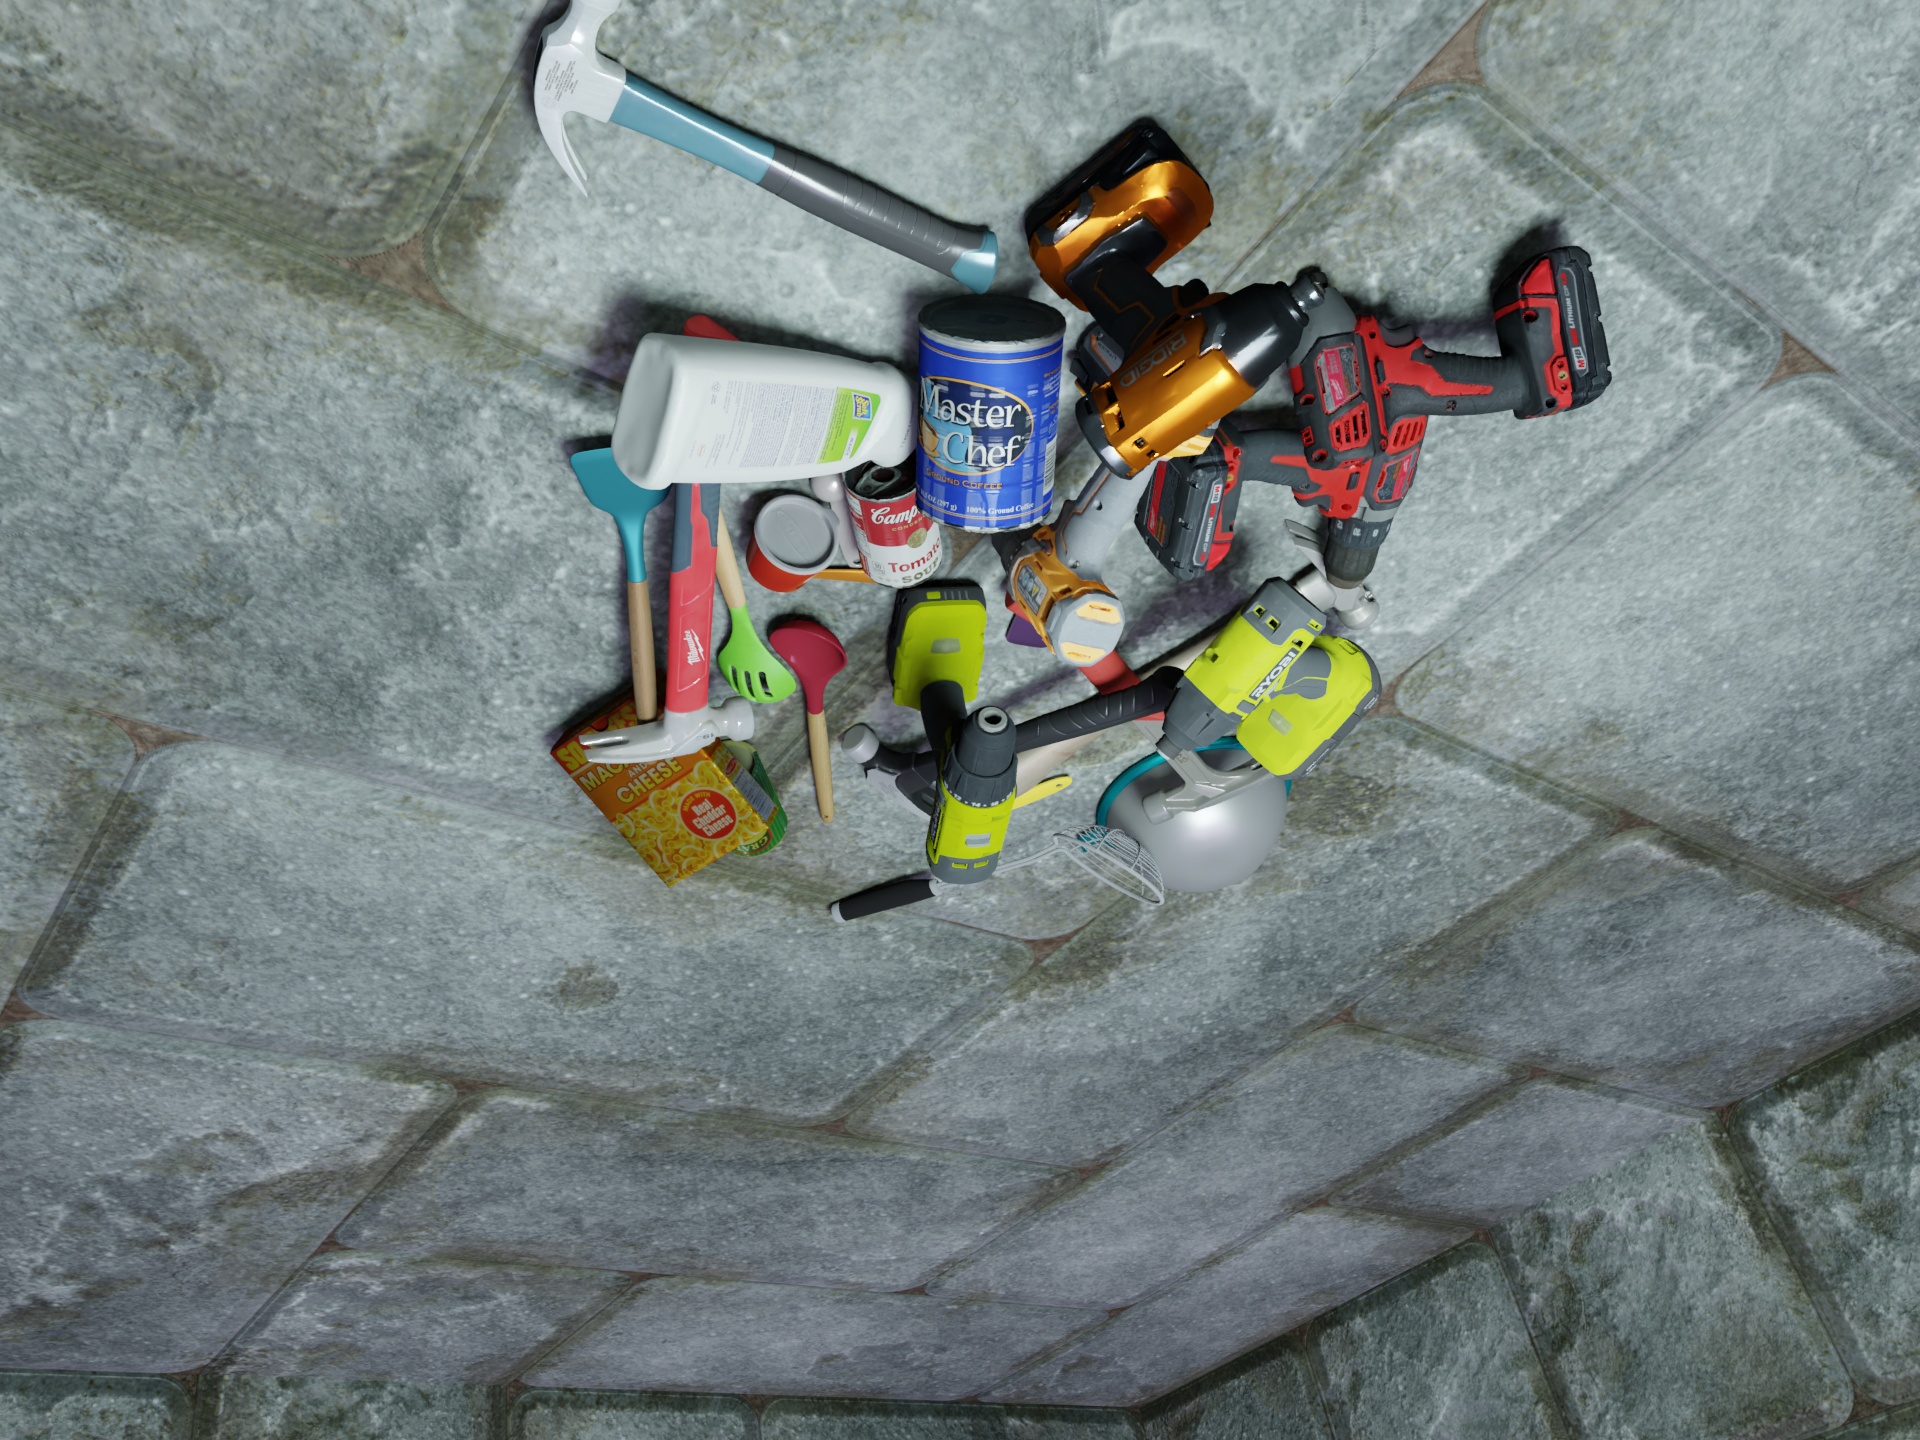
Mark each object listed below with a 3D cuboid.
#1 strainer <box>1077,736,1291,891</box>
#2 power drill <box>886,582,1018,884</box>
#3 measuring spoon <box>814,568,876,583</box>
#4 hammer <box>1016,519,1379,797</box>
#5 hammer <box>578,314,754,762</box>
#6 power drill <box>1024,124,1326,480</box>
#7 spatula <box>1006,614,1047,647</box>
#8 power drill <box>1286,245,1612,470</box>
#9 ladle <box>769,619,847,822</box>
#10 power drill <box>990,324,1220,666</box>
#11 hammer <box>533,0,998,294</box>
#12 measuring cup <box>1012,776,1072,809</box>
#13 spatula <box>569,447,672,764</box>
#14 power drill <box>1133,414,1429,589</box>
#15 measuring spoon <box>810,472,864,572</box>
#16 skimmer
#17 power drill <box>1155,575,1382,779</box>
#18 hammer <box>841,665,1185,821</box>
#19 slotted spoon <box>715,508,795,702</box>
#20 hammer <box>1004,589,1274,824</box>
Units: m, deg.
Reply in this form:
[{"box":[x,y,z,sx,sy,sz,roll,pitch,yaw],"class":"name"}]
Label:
[{"box":[0.281,0.078,1.611,0.211,0.095,0.340,10,138,-26],"class":"strainer"},{"box":[-0.002,-0.004,1.317,0.080,0.229,0.190,-3,141,-12],"class":"power drill"},{"box":[-0.090,-0.117,1.321,0.117,0.011,0.021,2,159,-13],"class":"measuring spoon"},{"box":[0.179,-0.039,1.484,0.410,0.038,0.146,-32,137,23],"class":"hammer"},{"box":[-0.217,-0.123,1.207,0.143,0.038,0.386,-11,134,-24],"class":"hammer"},{"box":[0.134,-0.277,1.015,0.164,0.227,0.084,-33,138,24],"class":"power drill"},{"box":[0.116,-0.164,1.322,0.059,0.018,0.315,7,139,-19],"class":"spatula"},{"box":[0.349,-0.273,1.169,0.219,0.143,0.078,-12,-177,-1],"class":"power drill"},{"box":[-0.130,0.006,1.458,0.069,0.031,0.315,13,145,9],"class":"ladle"},{"box":[0.097,-0.179,1.207,0.084,0.186,0.226,10,118,-26],"class":"power drill"},{"box":[-0.112,-0.350,1.013,0.330,0.033,0.128,16,133,-31],"class":"hammer"},{"box":[0.047,0.099,1.622,0.156,0.029,0.062,-26,140,20],"class":"measuring cup"},{"box":[-0.256,-0.085,1.266,0.082,0.044,0.317,-8,128,-15],"class":"spatula"},{"box":[0.259,-0.174,1.277,0.226,0.080,0.187,-11,134,-18],"class":"power drill"},{"box":[-0.092,-0.156,1.274,0.034,0.018,0.124,-14,143,2],"class":"measuring spoon"},{"box":[0.030,0.182,1.639,0.363,0.090,0.127,-17,145,19],"class":"skimmer"},{"box":[0.262,-0.023,1.356,0.171,0.080,0.223,-50,149,14],"class":"power drill"},{"box":[0.064,0.017,1.444,0.335,0.035,0.146,-18,134,31],"class":"hammer"},{"box":[-0.189,-0.114,1.288,0.070,0.031,0.313,10,142,16],"class":"slotted spoon"},{"box":[0.159,-0.028,1.438,0.149,0.037,0.358,-27,133,21],"class":"hammer"}]
